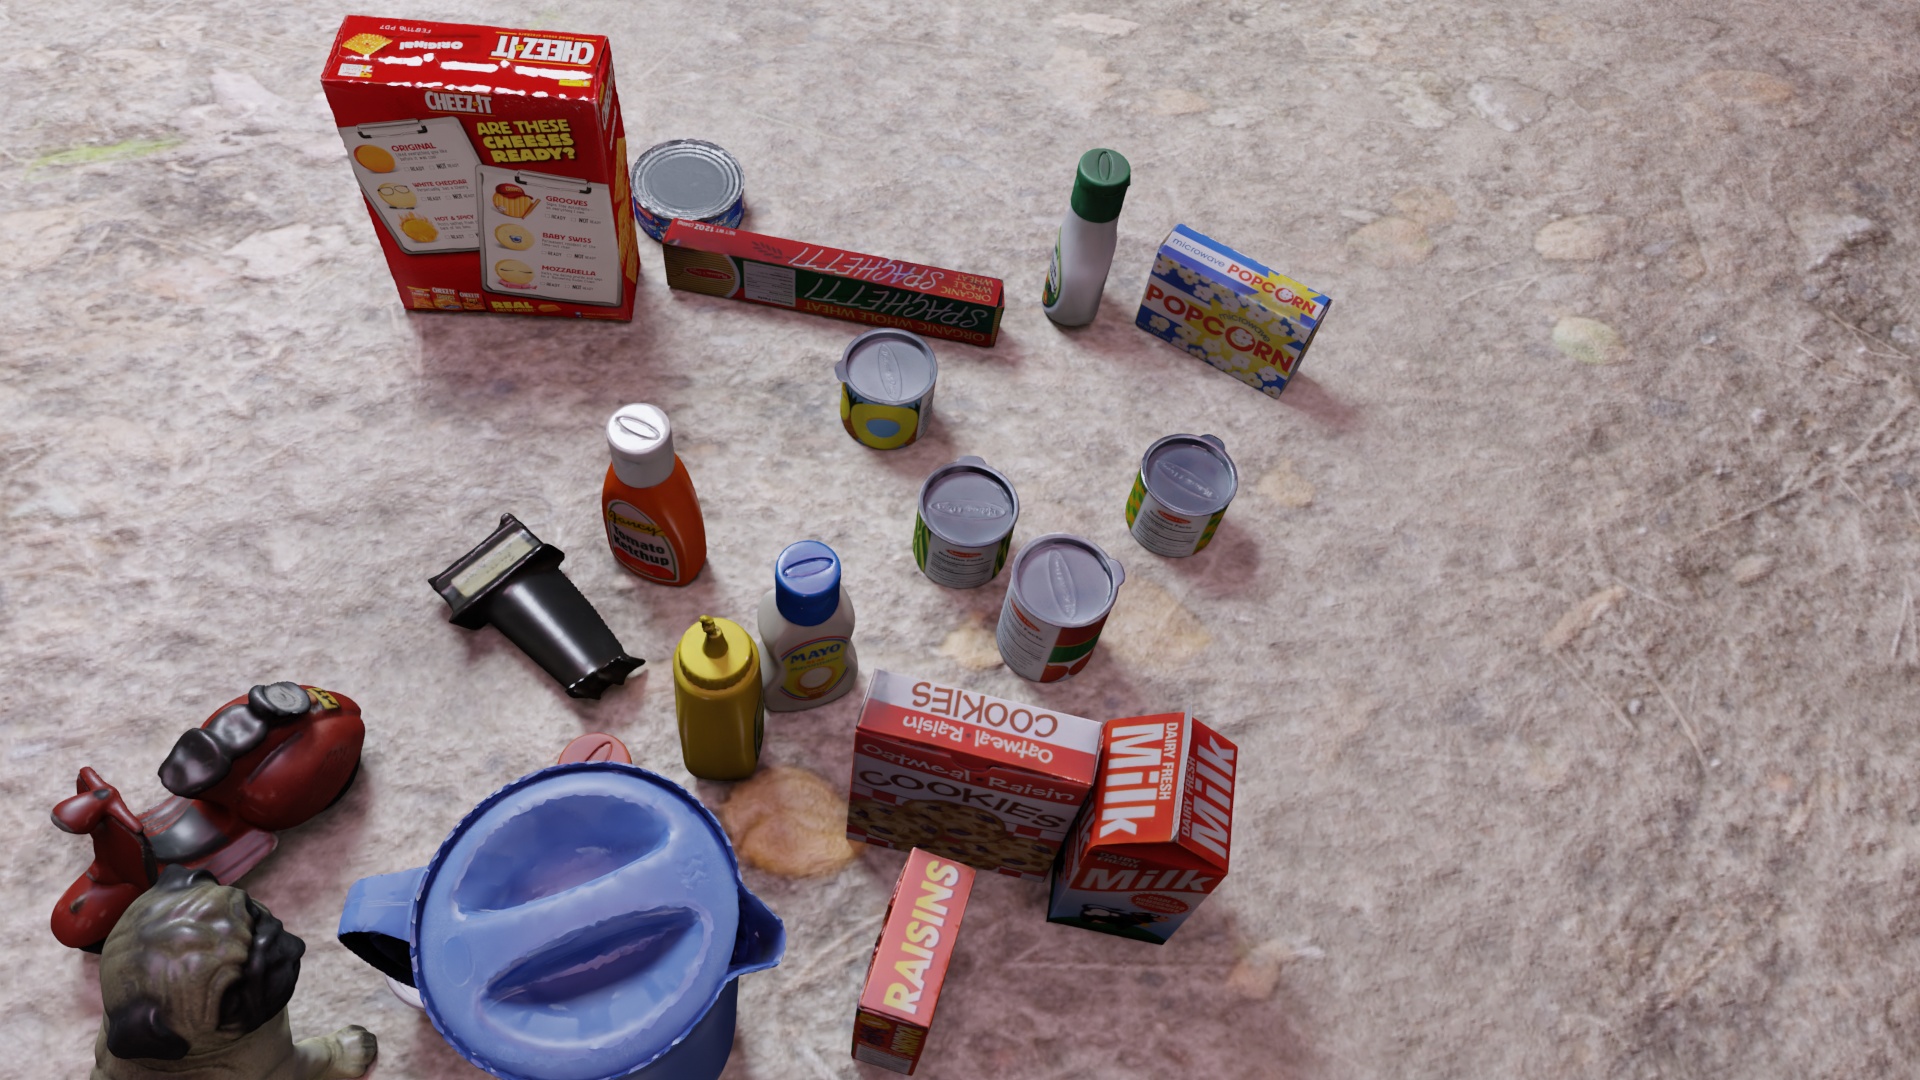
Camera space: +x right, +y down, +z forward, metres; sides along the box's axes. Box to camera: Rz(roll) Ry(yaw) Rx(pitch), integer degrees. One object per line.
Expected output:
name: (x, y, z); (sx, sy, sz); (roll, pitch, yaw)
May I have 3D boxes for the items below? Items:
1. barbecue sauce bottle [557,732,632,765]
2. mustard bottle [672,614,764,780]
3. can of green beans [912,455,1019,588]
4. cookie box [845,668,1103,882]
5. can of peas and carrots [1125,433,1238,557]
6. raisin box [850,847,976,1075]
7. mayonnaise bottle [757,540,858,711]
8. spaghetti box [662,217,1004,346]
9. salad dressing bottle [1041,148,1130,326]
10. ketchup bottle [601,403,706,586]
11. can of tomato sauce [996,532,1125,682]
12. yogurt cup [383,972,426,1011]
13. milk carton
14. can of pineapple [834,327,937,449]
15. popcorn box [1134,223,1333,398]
barbecue sauce bottle: (-0.190, 0.148, 0.749); (0.044, 0.147, 0.065); (28, 60, 10)
mustard bottle: (-0.137, 0.084, 0.788); (0.049, 0.159, 0.065); (1, 59, -6)
can of green beans: (0.003, -0.010, 0.921); (0.071, 0.057, 0.071); (3, 59, -5)
cookie box: (0.002, 0.136, 0.769); (0.123, 0.166, 0.040); (13, 59, 1)
can of peas and carrots: (0.151, -0.032, 0.953); (0.071, 0.058, 0.071); (3, 59, -5)
raisin box: (-0.027, 0.226, 0.738); (0.040, 0.122, 0.086); (18, 59, 4)
mayonnaise bottle: (-0.091, 0.052, 0.820); (0.065, 0.147, 0.041); (-14, 62, -15)
spaghetti box: (-0.092, -0.189, 1.022); (0.250, 0.050, 0.029); (10, 59, -1)
salad dressing bottle: (0.091, -0.218, 1.005); (0.044, 0.147, 0.064); (7, 59, -3)
ketchup bottle: (-0.191, -0.028, 0.855); (0.065, 0.148, 0.044); (24, 60, 7)
can of tomato sauce: (0.062, 0.043, 0.882); (0.071, 0.082, 0.071); (3, 59, -5)
yogurt cup: (-0.271, 0.224, 0.748); (0.072, 0.053, 0.073); (3, 59, -5)
milk carton: (0.100, 0.156, 0.756); (0.073, 0.189, 0.073); (11, 59, 0)
can of pineapple: (-0.053, -0.106, 0.972); (0.071, 0.057, 0.071); (3, 59, -5)
popcorn box: (0.198, -0.169, 1.026); (0.127, 0.084, 0.038); (30, 60, 11)
